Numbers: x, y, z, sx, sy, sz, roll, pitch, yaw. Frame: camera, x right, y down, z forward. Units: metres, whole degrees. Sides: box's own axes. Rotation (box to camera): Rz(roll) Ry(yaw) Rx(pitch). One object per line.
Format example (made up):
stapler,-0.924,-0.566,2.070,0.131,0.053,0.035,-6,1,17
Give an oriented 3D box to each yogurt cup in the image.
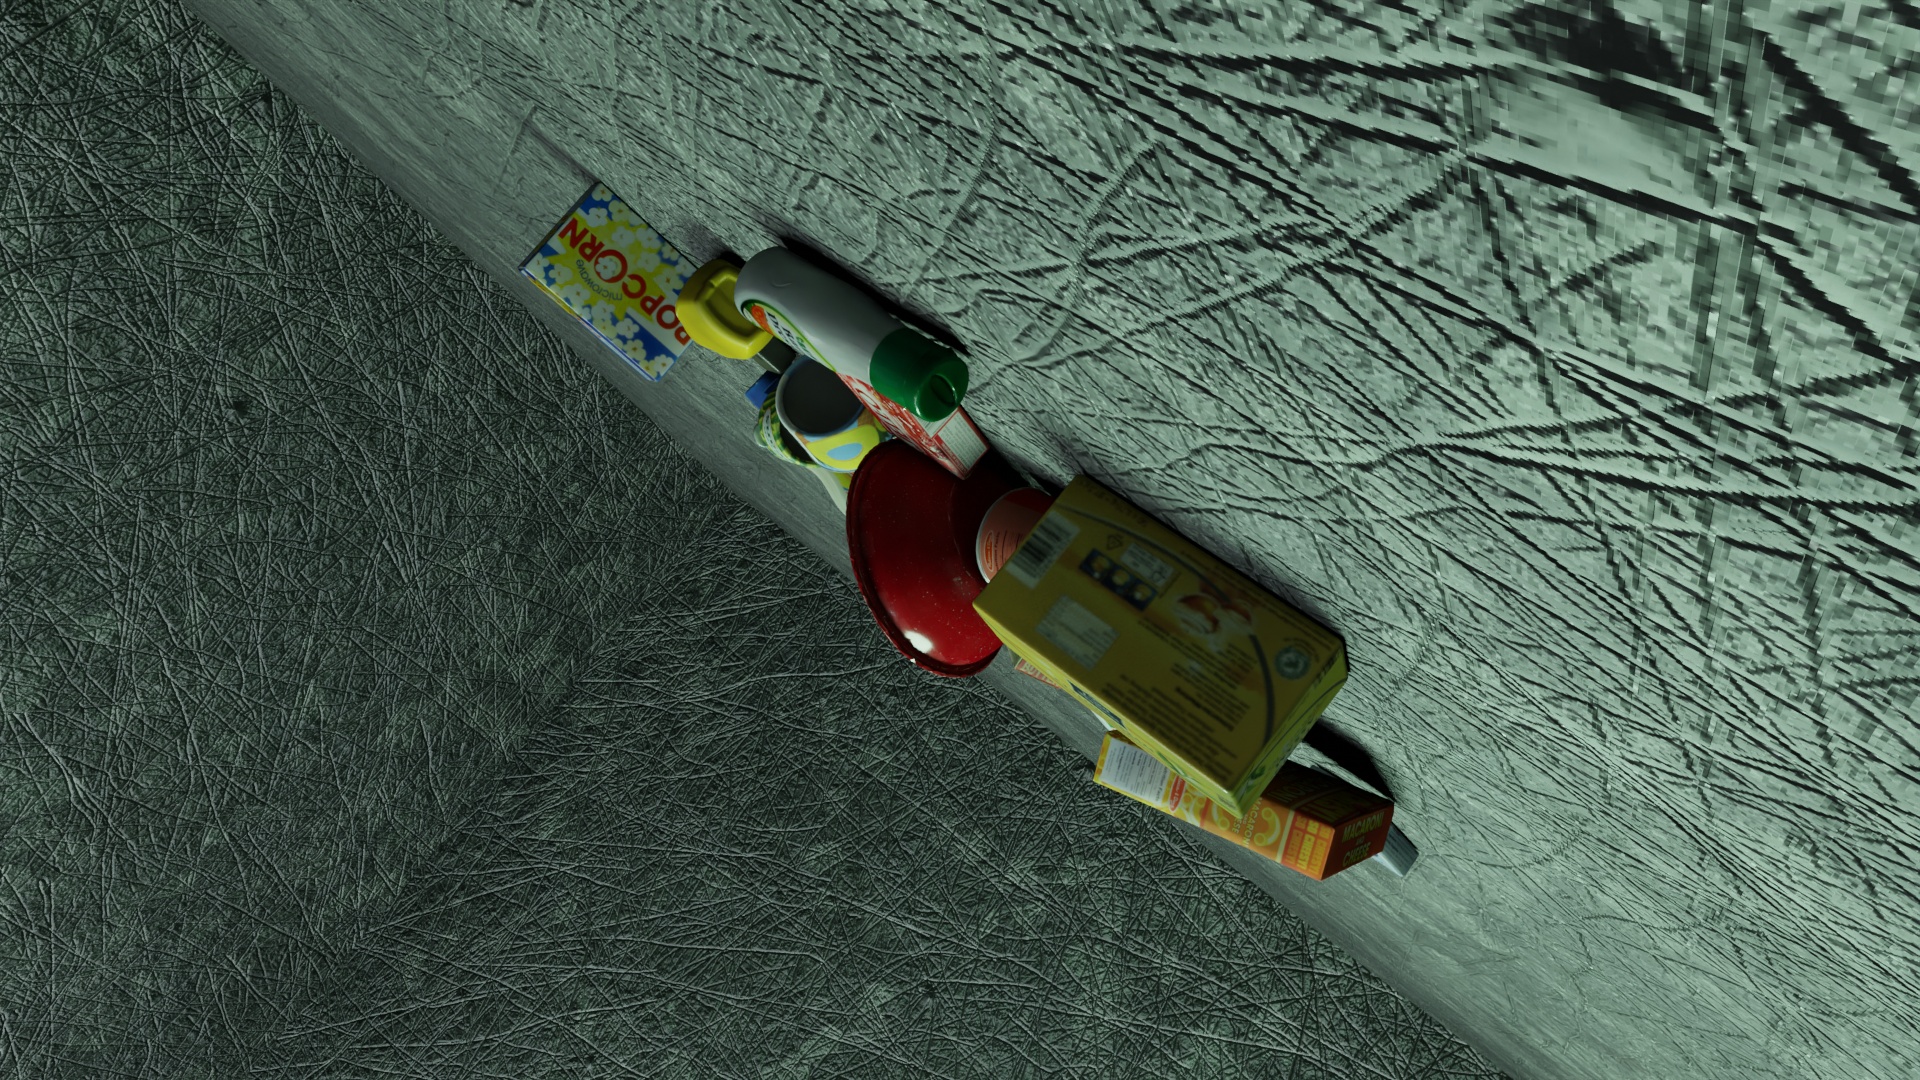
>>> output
yogurt cup,0.051,0.005,0.828,0.072,0.072,0.054,43,163,-34

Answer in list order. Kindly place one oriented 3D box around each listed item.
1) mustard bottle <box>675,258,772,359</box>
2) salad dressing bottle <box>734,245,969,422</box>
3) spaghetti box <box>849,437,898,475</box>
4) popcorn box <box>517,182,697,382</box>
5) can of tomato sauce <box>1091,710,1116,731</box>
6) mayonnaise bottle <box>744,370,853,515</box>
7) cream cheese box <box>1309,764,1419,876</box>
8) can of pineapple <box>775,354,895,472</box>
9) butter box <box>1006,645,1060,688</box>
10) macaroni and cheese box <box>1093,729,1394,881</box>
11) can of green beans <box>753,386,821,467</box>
mustard bottle,-0.165,-0.157,0.957,0.065,0.049,0.160,41,174,-18
salad dressing bottle,-0.058,-0.108,0.729,0.148,0.044,0.064,34,172,35
spaghetti box,0.004,-0.013,1.016,0.250,0.050,0.028,39,172,-3
popcorn box,-0.248,-0.189,1.026,0.126,0.085,0.038,42,171,-23
can of tomato sauce,0.137,0.122,1.147,0.071,0.071,0.083,35,173,29
mayonnaise bottle,-0.110,-0.080,1.135,0.148,0.065,0.041,44,169,-11
cream cheese box,0.299,0.211,1.044,0.103,0.024,0.053,44,172,-36
can of pineapple,-0.080,-0.086,0.916,0.071,0.071,0.057,36,172,22
butter box,0.071,0.103,1.359,0.053,0.024,0.104,26,-162,-19
macaroni and cheese box,0.193,0.169,0.941,0.166,0.040,0.124,19,-171,33
can of green beans,-0.119,-0.091,1.077,0.071,0.071,0.058,41,172,-20
